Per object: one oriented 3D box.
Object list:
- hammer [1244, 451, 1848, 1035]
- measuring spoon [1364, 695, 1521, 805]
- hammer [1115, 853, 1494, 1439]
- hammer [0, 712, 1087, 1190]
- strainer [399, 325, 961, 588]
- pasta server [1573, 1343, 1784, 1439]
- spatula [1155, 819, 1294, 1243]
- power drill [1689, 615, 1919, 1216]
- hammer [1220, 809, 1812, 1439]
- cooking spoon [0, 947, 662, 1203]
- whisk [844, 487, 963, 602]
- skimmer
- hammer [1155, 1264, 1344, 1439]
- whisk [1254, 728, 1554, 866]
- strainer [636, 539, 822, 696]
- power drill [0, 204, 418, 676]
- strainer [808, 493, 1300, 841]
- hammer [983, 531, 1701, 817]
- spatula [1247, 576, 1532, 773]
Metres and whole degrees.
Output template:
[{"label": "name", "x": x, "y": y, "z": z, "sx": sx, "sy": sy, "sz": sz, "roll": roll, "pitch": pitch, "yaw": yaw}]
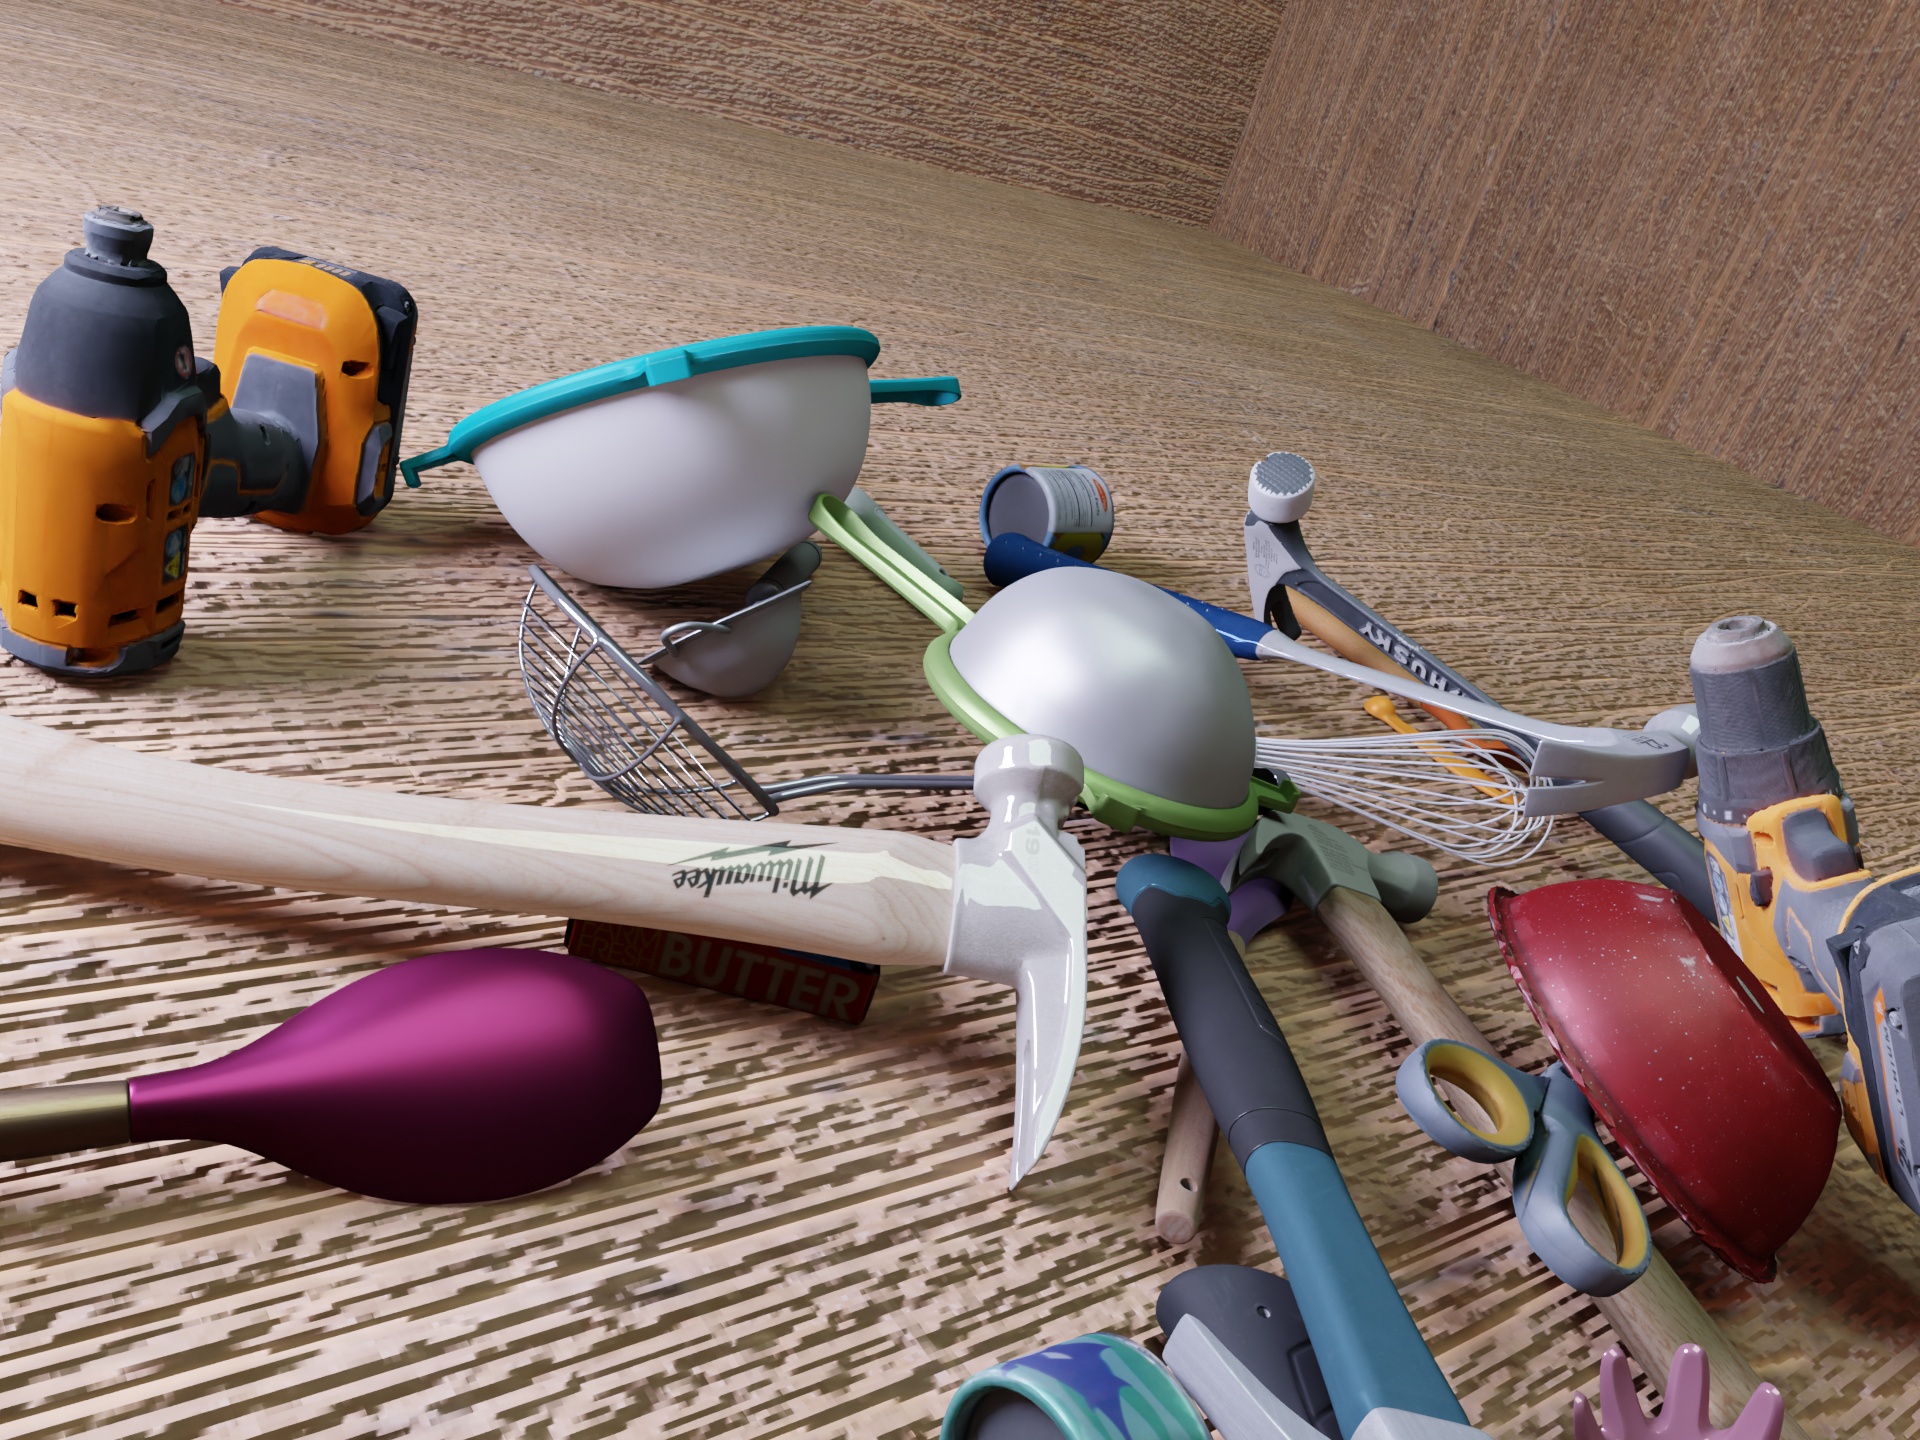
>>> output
[{"label": "hammer", "x": 0.302, "y": 0.017, "z": 0.847, "sx": 0.036, "sy": 0.149, "sz": 0.409, "roll": -36, "pitch": 60, "yaw": -17}, {"label": "measuring spoon", "x": 0.281, "y": 0.016, "z": 0.927, "sx": 0.021, "sy": 0.011, "sz": 0.117, "roll": -2, "pitch": 32, "yaw": -39}, {"label": "hammer", "x": 0.095, "y": 0.125, "z": 0.468, "sx": 0.128, "sy": 0.033, "sz": 0.331, "roll": 16, "pitch": 19, "yaw": -11}, {"label": "hammer", "x": -0.162, "y": 0.047, "z": 0.484, "sx": 0.410, "sy": 0.038, "sz": 0.146, "roll": 8, "pitch": 57, "yaw": -8}, {"label": "strainer", "x": -0.095, "y": -0.129, "z": 0.822, "sx": 0.211, "sy": 0.095, "sz": 0.340, "roll": -11, "pitch": 5, "yaw": 37}, {"label": "pasta server", "x": 0.193, "y": 0.263, "z": 0.314, "sx": 0.060, "sy": 0.040, "sz": 0.316, "roll": -4, "pitch": 27, "yaw": 3}, {"label": "spatula", "x": 0.099, "y": 0.098, "z": 0.616, "sx": 0.060, "sy": 0.018, "sz": 0.316, "roll": 20, "pitch": 23, "yaw": 6}, {"label": "power drill", "x": 0.346, "y": 0.066, "z": 0.612, "sx": 0.084, "sy": 0.185, "sz": 0.226, "roll": -15, "pitch": 13, "yaw": 9}, {"label": "hammer", "x": 0.190, "y": 0.136, "z": 0.570, "sx": 0.130, "sy": 0.031, "sz": 0.332, "roll": 19, "pitch": 24, "yaw": -27}, {"label": "cooking spoon", "x": -0.223, "y": 0.095, "z": 0.372, "sx": 0.318, "sy": 0.017, "sz": 0.069, "roll": -1, "pitch": 67, "yaw": -30}, {"label": "whisk", "x": -0.070, "y": -0.133, "z": 0.954, "sx": 0.247, "sy": 0.059, "sz": 0.057, "roll": 46, "pitch": 8, "yaw": 38}, {"label": "skimmer", "x": -0.001, "y": -0.002, "z": 0.657, "sx": 0.363, "sy": 0.090, "sz": 0.127, "roll": 3, "pitch": 17, "yaw": -29}, {"label": "hammer", "x": 0.109, "y": 0.234, "z": 0.302, "sx": 0.146, "sy": 0.035, "sz": 0.335, "roll": 0, "pitch": 26, "yaw": -16}, {"label": "whisk", "x": 0.166, "y": 0.021, "z": 0.785, "sx": 0.284, "sy": 0.070, "sz": 0.070, "roll": 9, "pitch": 25, "yaw": -9}, {"label": "strainer", "x": -0.095, "y": -0.056, "z": 0.779, "sx": 0.087, "sy": 0.050, "sz": 0.258, "roll": -23, "pitch": 14, "yaw": 13}, {"label": "power drill", "x": -0.298, "y": -0.129, "z": 0.640, "sx": 0.084, "sy": 0.164, "sz": 0.227, "roll": 16, "pitch": 22, "yaw": -2}, {"label": "strainer", "x": 0.030, "y": -0.049, "z": 0.666, "sx": 0.257, "sy": 0.069, "sz": 0.151, "roll": 40, "pitch": 23, "yaw": 30}, {"label": "hammer", "x": 0.166, "y": -0.036, "z": 0.823, "sx": 0.406, "sy": 0.035, "sz": 0.144, "roll": 23, "pitch": 24, "yaw": 40}, {"label": "spatula", "x": 0.283, "y": -0.032, "z": 0.993, "sx": 0.081, "sy": 0.041, "sz": 0.323, "roll": 23, "pitch": 16, "yaw": -38}]
